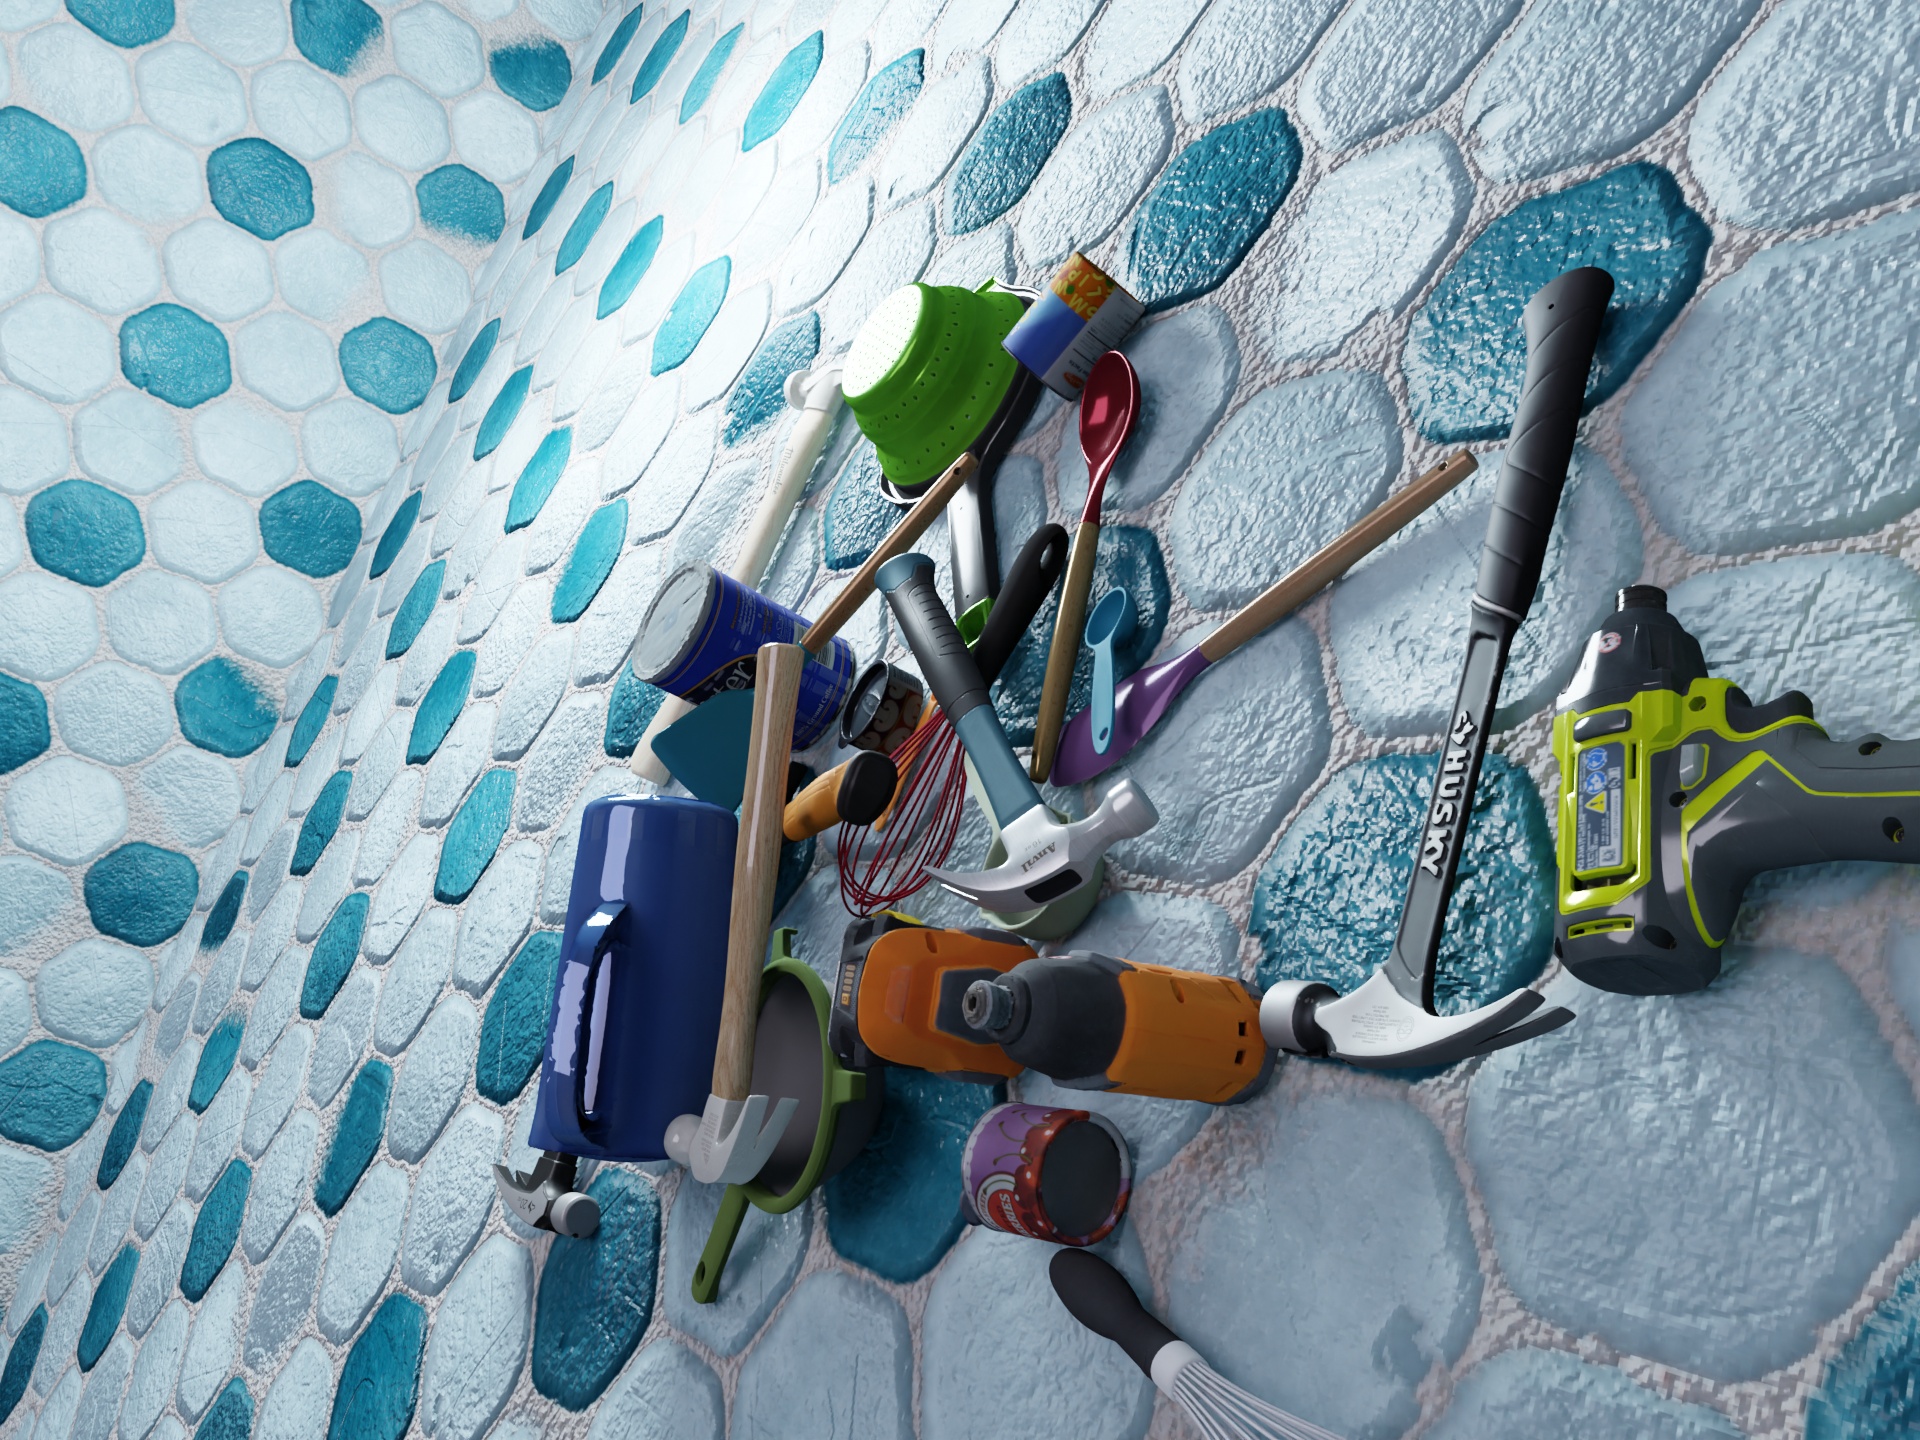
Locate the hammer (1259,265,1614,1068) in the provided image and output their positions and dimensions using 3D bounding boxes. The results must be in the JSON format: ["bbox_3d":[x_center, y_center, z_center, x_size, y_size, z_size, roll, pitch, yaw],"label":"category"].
[{"bbox_3d":[0.248,-0.036,0.738,0.149,0.036,0.409,-10,57,58],"label":"hammer"}]

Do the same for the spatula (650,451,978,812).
[{"bbox_3d":[-0.095,-0.069,1.142,0.317,0.082,0.044,-48,-7,15],"label":"spatula"}]

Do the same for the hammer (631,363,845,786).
[{"bbox_3d":[-0.187,-0.131,1.421,0.146,0.038,0.411,15,79,56],"label":"hammer"}]

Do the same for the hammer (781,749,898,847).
[{"bbox_3d":[-0.102,0.058,1.064,0.337,0.034,0.127,-30,39,68],"label":"hammer"}]

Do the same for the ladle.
[{"bbox_3d":[0.079,-0.104,1.032,0.069,0.031,0.316,-33,40,58],"label":"ladle"}]

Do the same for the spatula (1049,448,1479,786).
[{"bbox_3d":[0.158,-0.051,0.897,0.316,0.018,0.060,-39,34,33],"label":"spatula"}]

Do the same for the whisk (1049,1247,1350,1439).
[{"bbox_3d":[0.111,0.292,0.672,0.070,0.070,0.285,-64,28,-3],"label":"whisk"}]

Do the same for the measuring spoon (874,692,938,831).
[{"bbox_3d":[-0.032,0.026,1.114,0.117,0.011,0.021,-66,22,0],"label":"measuring spoon"}]

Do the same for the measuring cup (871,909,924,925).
[{"bbox_3d":[-0.065,0.181,1.035,0.156,0.029,0.062,-52,36,37],"label":"measuring cup"}]

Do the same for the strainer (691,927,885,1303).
[{"bbox_3d":[-0.104,0.268,0.995,0.152,0.069,0.256,54,128,51],"label":"strainer"}]

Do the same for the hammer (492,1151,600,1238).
[{"bbox_3d":[-0.284,0.237,1.279,0.146,0.035,0.335,-8,60,51],"label":"hammer"}]

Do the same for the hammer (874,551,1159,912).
[{"bbox_3d":[0.006,-0.009,0.976,0.128,0.033,0.331,-37,40,9],"label":"hammer"}]

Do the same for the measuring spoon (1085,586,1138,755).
[{"bbox_3d":[0.094,-0.027,0.956,0.042,0.021,0.129,-43,30,42],"label":"measuring spoon"}]

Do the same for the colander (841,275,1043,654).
[{"bbox_3d":[-0.023,-0.213,1.198,0.204,0.094,0.398,-37,39,33],"label":"colander"}]

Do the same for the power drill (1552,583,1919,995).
[{"bbox_3d":[0.323,0.002,0.578,0.223,0.080,0.171,-21,50,50],"label":"power drill"}]

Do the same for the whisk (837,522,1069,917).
[{"bbox_3d":[-0.002,-0.003,1.049,0.073,0.073,0.296,12,71,57],"label":"whisk"}]

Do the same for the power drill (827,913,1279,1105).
[{"bbox_3d":[0.024,0.145,0.801,0.226,0.164,0.084,-6,72,55],"label":"power drill"}]

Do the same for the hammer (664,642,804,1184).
[{"bbox_3d":[-0.128,0.116,0.978,0.130,0.031,0.331,-6,76,60],"label":"hammer"}]

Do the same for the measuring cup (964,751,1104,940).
[{"bbox_3d":[0.038,0.067,0.959,0.083,0.038,0.168,-50,32,17],"label":"measuring cup"}]
